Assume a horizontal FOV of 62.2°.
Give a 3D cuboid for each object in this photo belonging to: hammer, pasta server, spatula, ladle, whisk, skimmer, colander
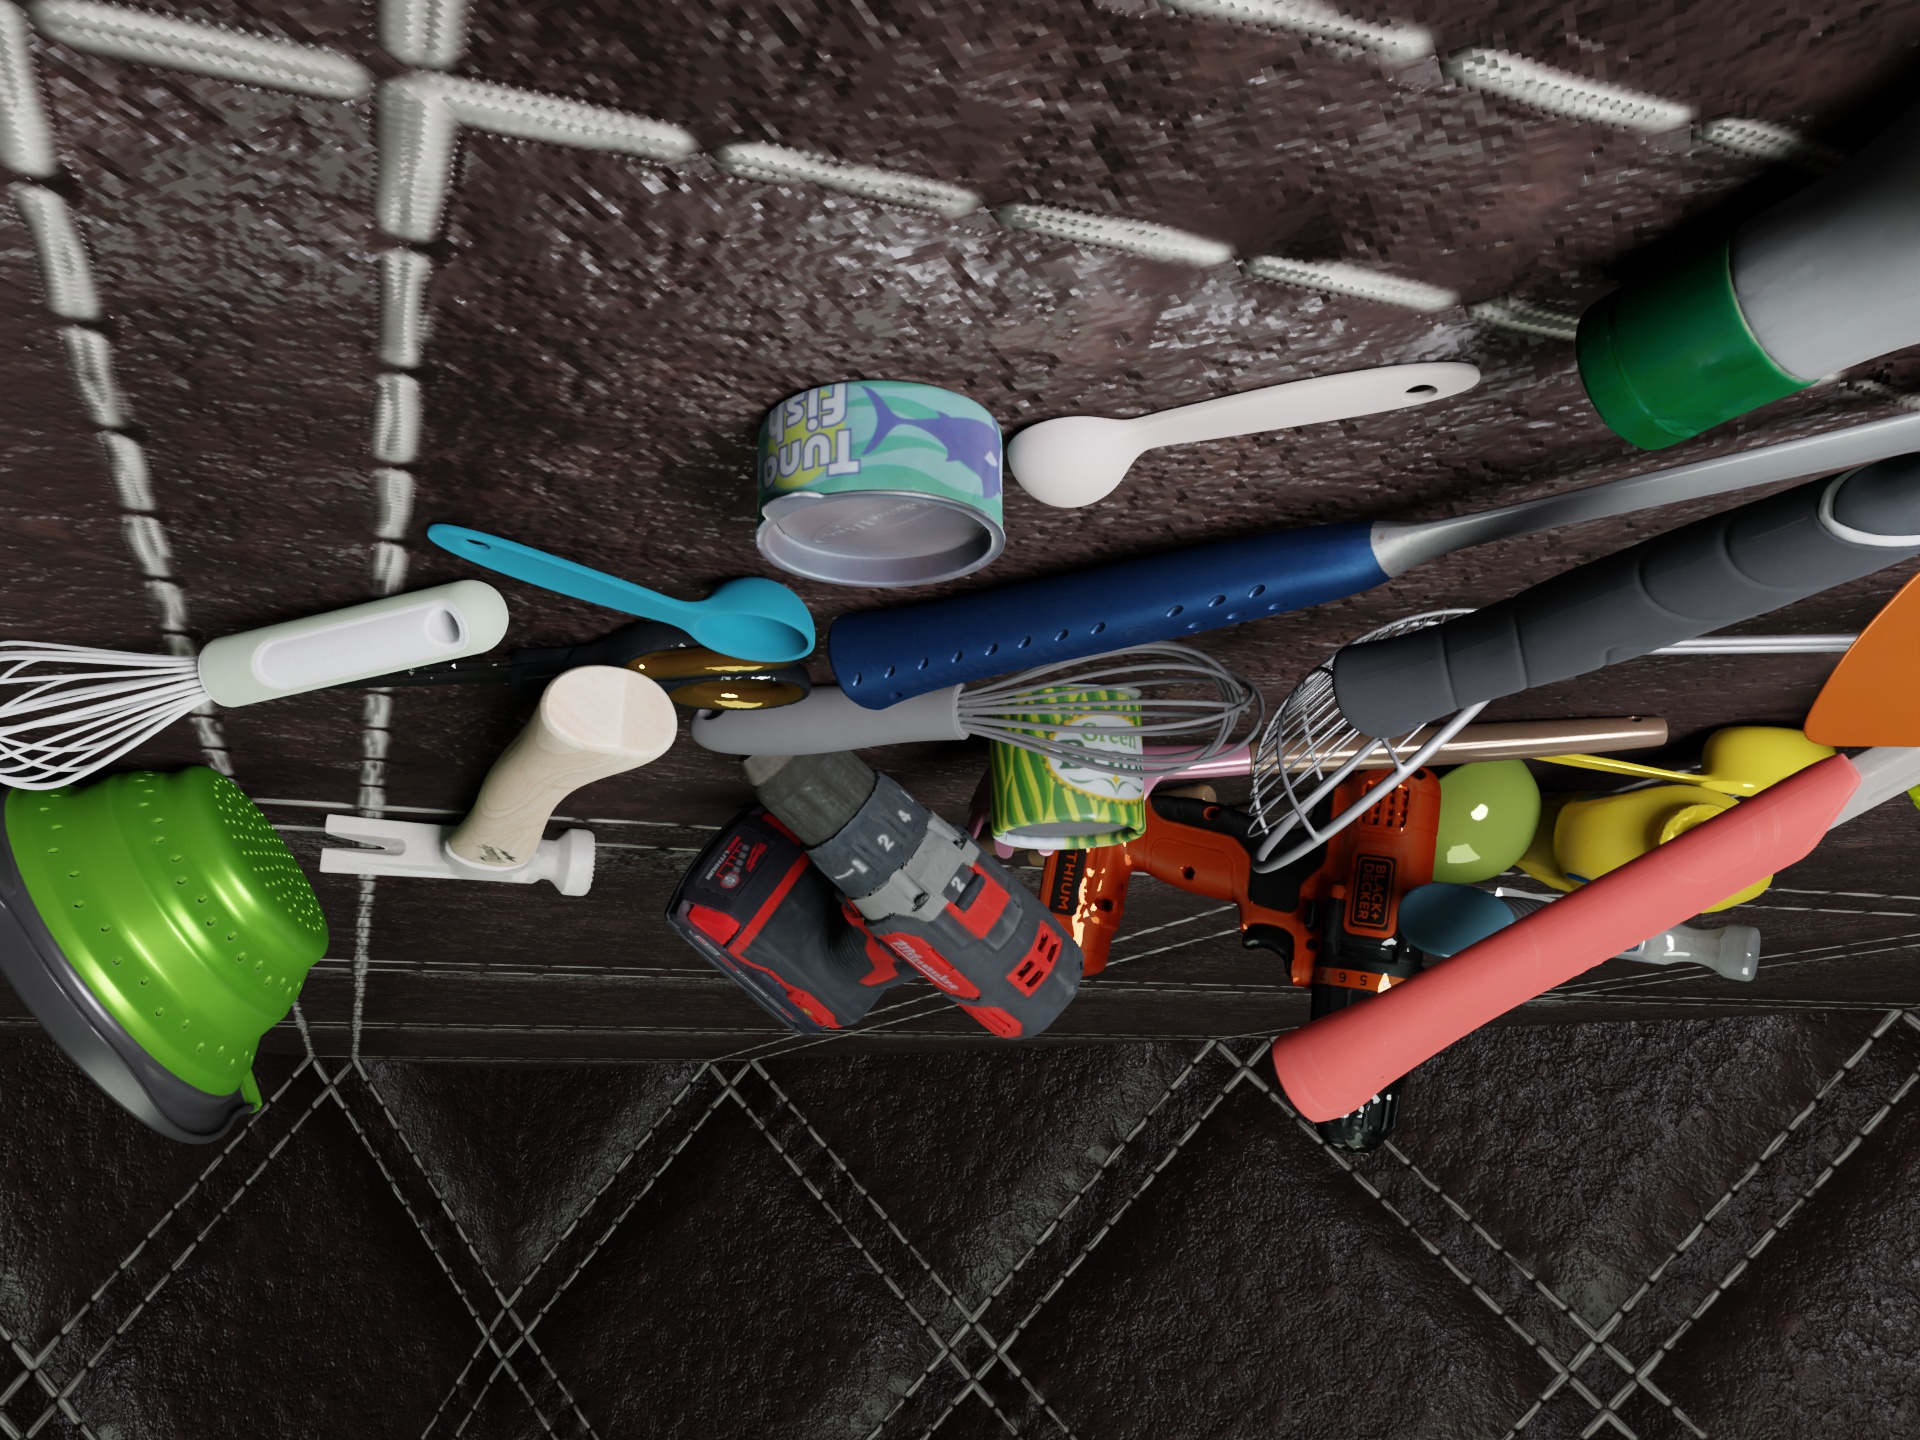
[{"bbox_3d":[-0.212,0.036,0.728,0.146,0.038,0.410,7,165,-21],"label":"hammer"},{"bbox_3d":[0.159,0.022,0.727,0.316,0.060,0.040,-4,122,3],"label":"pasta server"},{"bbox_3d":[0.256,0.043,0.539,0.359,0.037,0.149,-35,139,25],"label":"hammer"},{"bbox_3d":[0.130,-0.054,0.455,0.405,0.035,0.144,-11,162,32],"label":"hammer"},{"bbox_3d":[0.391,-0.040,0.434,0.322,0.041,0.081,-13,145,-11],"label":"spatula"},{"bbox_3d":[0.210,-0.052,0.319,0.149,0.036,0.409,-2,168,-24],"label":"hammer"},{"bbox_3d":[0.162,0.060,0.880,0.320,0.062,0.078,-6,163,43],"label":"ladle"},{"bbox_3d":[-0.267,-0.015,0.562,0.246,0.057,0.059,-10,-163,18],"label":"whisk"},{"bbox_3d":[0.282,0.003,0.562,0.363,0.090,0.127,-2,175,1],"label":"skimmer"},{"bbox_3d":[-0.381,0.048,0.687,0.094,0.205,0.396,-33,150,-11],"label":"colander"},{"bbox_3d":[0.288,0.101,0.766,0.128,0.033,0.330,5,176,36],"label":"hammer"},{"bbox_3d":[-0.001,-0.001,0.626,0.239,0.055,0.055,-3,165,20],"label":"whisk"}]

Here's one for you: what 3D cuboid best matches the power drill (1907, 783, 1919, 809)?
[{"bbox_3d":[0.421,0.085,0.618,0.080,0.223,0.171,-12,161,34],"label":"power drill"}]

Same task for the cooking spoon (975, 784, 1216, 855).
[{"bbox_3d":[0.019,0.070,0.931,0.068,0.017,0.319,13,160,-43],"label":"cooking spoon"}]

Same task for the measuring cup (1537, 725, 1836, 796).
[{"bbox_3d":[0.323,0.012,0.738,0.156,0.029,0.062,9,174,10],"label":"measuring cup"}]

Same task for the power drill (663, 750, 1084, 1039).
[{"bbox_3d":[-0.064,0.080,0.778,0.187,0.080,0.227,44,152,-17],"label":"power drill"}]

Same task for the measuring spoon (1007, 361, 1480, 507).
[{"bbox_3d":[0.071,-0.073,0.415,0.124,0.018,0.034,-8,163,21],"label":"measuring spoon"}]

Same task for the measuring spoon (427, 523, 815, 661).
[{"bbox_3d":[-0.106,-0.048,0.514,0.128,0.021,0.042,17,157,-25],"label":"measuring spoon"}]
